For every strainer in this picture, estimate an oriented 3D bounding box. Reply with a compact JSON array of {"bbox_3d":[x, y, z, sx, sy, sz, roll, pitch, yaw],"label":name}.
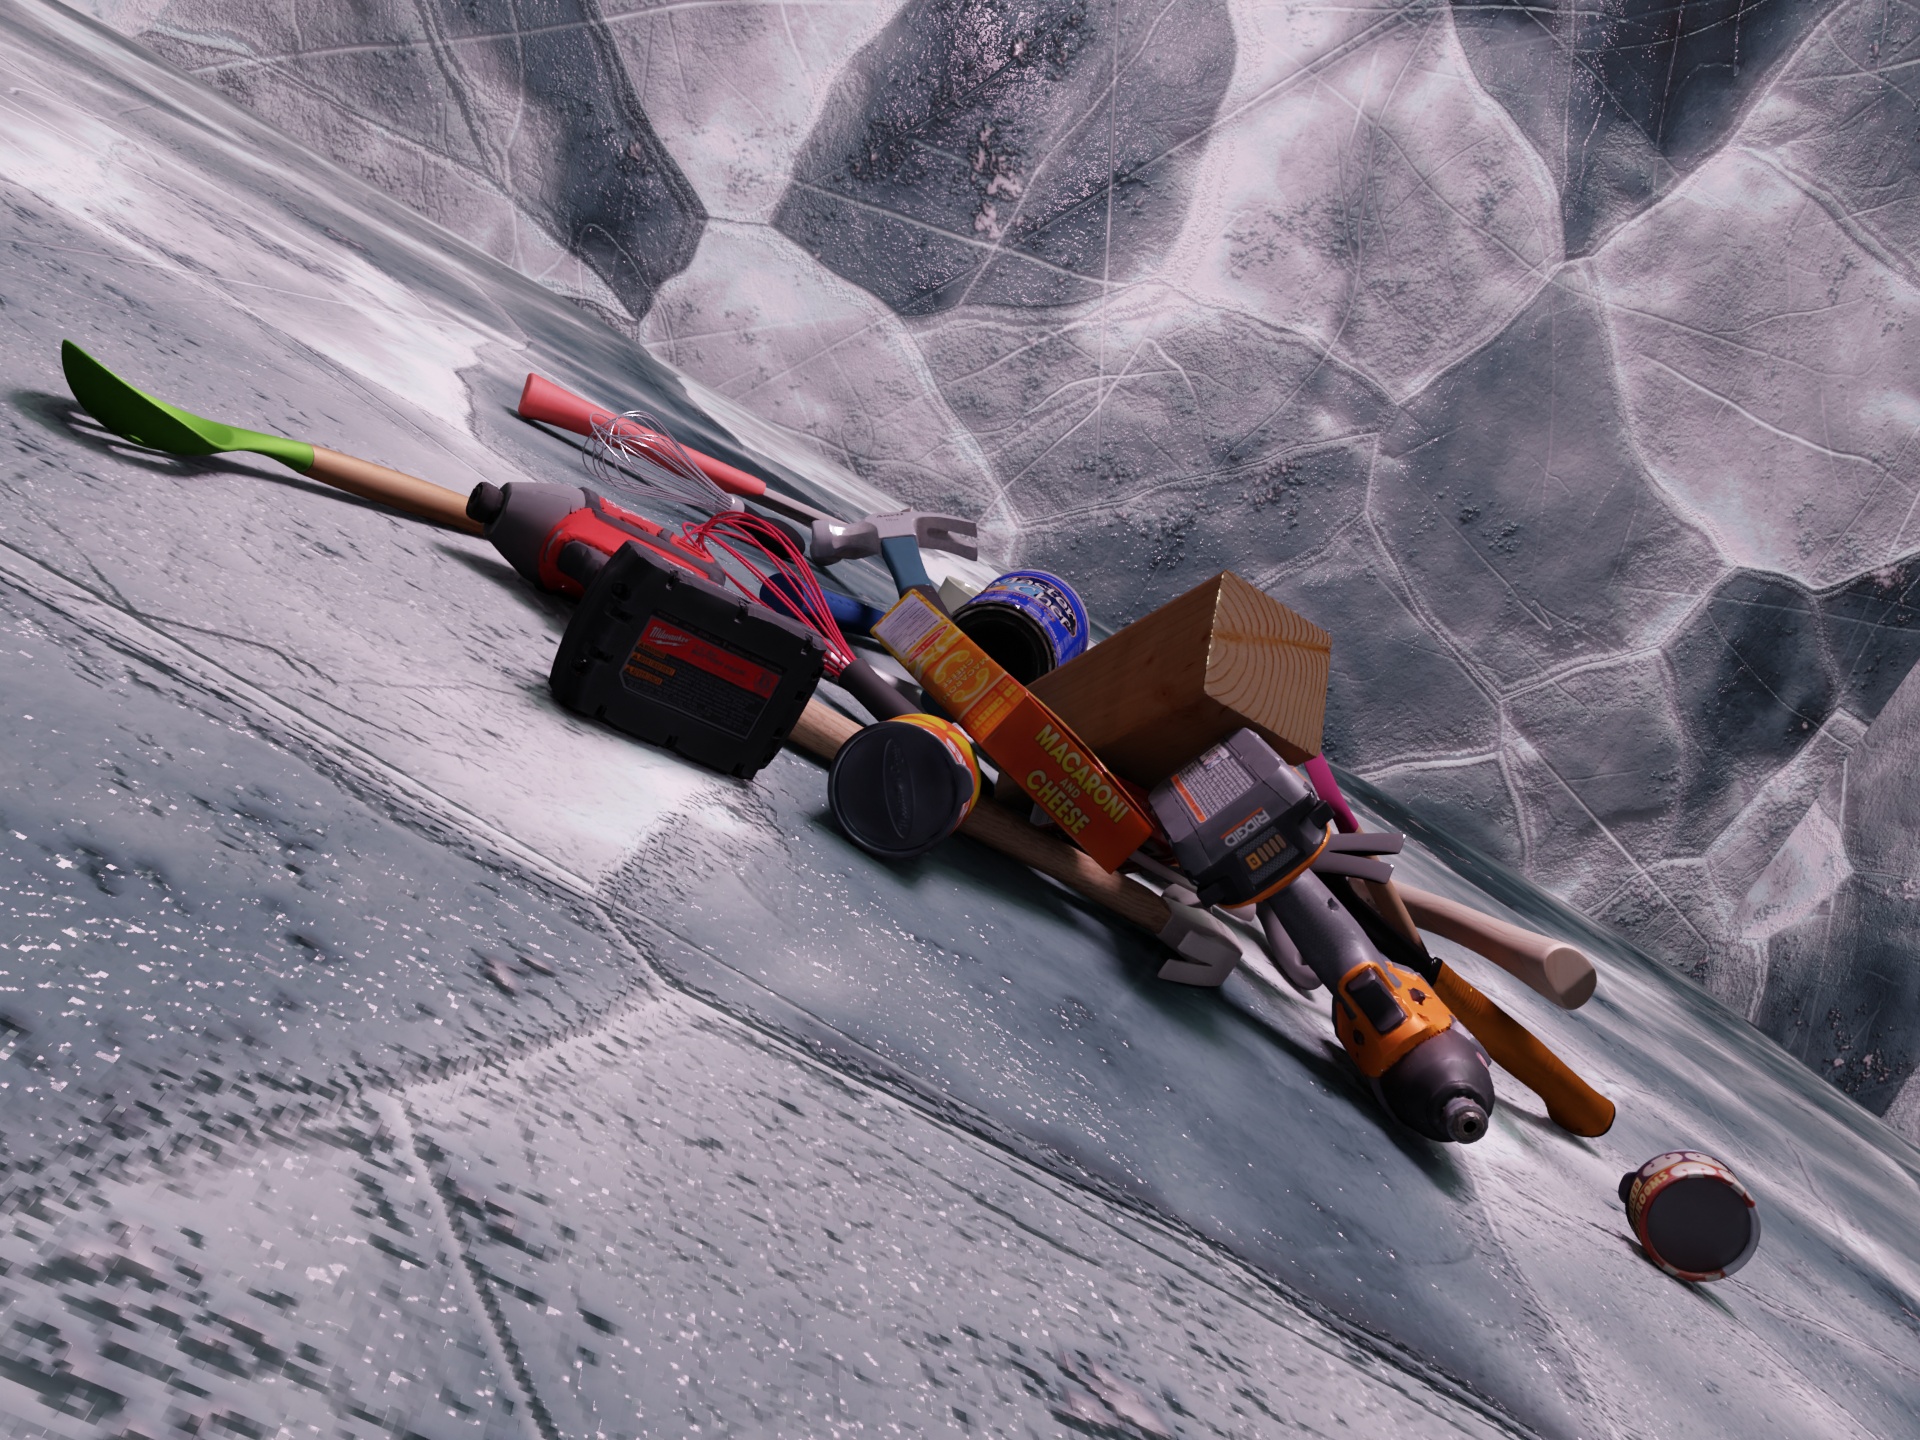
[{"bbox_3d":[-0.002,-0.004,1.130,0.258,0.050,0.087,23,16,-27],"label":"strainer"}]

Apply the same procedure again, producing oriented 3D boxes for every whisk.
[{"bbox_3d":[-0.221,-0.197,1.378,0.070,0.070,0.284,38,6,33],"label":"whisk"},{"bbox_3d":[-0.082,-0.043,1.029,0.296,0.073,0.073,43,13,23],"label":"whisk"},{"bbox_3d":[0.214,0.128,1.131,0.055,0.055,0.239,29,14,-15],"label":"whisk"}]

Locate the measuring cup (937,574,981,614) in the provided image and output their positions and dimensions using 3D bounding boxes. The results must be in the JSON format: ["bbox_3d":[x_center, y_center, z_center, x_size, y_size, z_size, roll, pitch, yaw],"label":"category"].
[{"bbox_3d":[0.043,-0.077,1.436,0.167,0.038,0.083,28,10,-36],"label":"measuring cup"}]

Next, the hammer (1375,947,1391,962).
[{"bbox_3d":[0.251,0.129,1.256,0.143,0.038,0.387,27,11,-23],"label":"hammer"}]

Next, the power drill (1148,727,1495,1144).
[{"bbox_3d":[0.202,0.123,0.855,0.226,0.084,0.164,52,6,-11],"label":"power drill"}]

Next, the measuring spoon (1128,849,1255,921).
[{"bbox_3d":[0.125,0.084,0.940,0.124,0.018,0.034,28,9,-14],"label":"measuring spoon"}]

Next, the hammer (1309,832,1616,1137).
[{"bbox_3d":[0.325,0.178,1.028,0.336,0.034,0.127,39,-27,-23],"label":"hammer"}]

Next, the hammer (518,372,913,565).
[{"bbox_3d":[-0.222,-0.225,1.433,0.358,0.037,0.149,21,-19,-32],"label":"hammer"}]

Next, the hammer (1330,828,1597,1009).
[{"bbox_3d":[0.347,0.138,1.177,0.146,0.038,0.410,50,-3,-5],"label":"hammer"}]

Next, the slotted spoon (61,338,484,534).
[{"bbox_3d":[-0.309,-0.124,0.797,0.070,0.031,0.313,32,7,23],"label":"slotted spoon"}]

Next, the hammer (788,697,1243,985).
[{"bbox_3d":[0.018,0.059,0.888,0.331,0.031,0.130,29,9,-13],"label":"hammer"}]

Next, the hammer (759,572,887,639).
[{"bbox_3d":[-0.046,-0.074,1.354,0.144,0.035,0.405,37,11,25],"label":"hammer"}]

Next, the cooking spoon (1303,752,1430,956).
[{"bbox_3d":[0.284,0.094,1.121,0.318,0.017,0.069,57,15,-28],"label":"cooking spoon"}]

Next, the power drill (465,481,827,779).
[{"bbox_3d":[-0.165,-0.061,0.797,0.143,0.078,0.220,26,8,-33],"label":"power drill"}]

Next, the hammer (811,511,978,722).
[{"bbox_3d":[-0.030,-0.085,1.163,0.128,0.033,0.331,-7,29,-8],"label":"hammer"}]

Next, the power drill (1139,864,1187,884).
[{"bbox_3d":[0.181,0.039,1.175,0.190,0.080,0.229,9,22,-10],"label":"power drill"}]
